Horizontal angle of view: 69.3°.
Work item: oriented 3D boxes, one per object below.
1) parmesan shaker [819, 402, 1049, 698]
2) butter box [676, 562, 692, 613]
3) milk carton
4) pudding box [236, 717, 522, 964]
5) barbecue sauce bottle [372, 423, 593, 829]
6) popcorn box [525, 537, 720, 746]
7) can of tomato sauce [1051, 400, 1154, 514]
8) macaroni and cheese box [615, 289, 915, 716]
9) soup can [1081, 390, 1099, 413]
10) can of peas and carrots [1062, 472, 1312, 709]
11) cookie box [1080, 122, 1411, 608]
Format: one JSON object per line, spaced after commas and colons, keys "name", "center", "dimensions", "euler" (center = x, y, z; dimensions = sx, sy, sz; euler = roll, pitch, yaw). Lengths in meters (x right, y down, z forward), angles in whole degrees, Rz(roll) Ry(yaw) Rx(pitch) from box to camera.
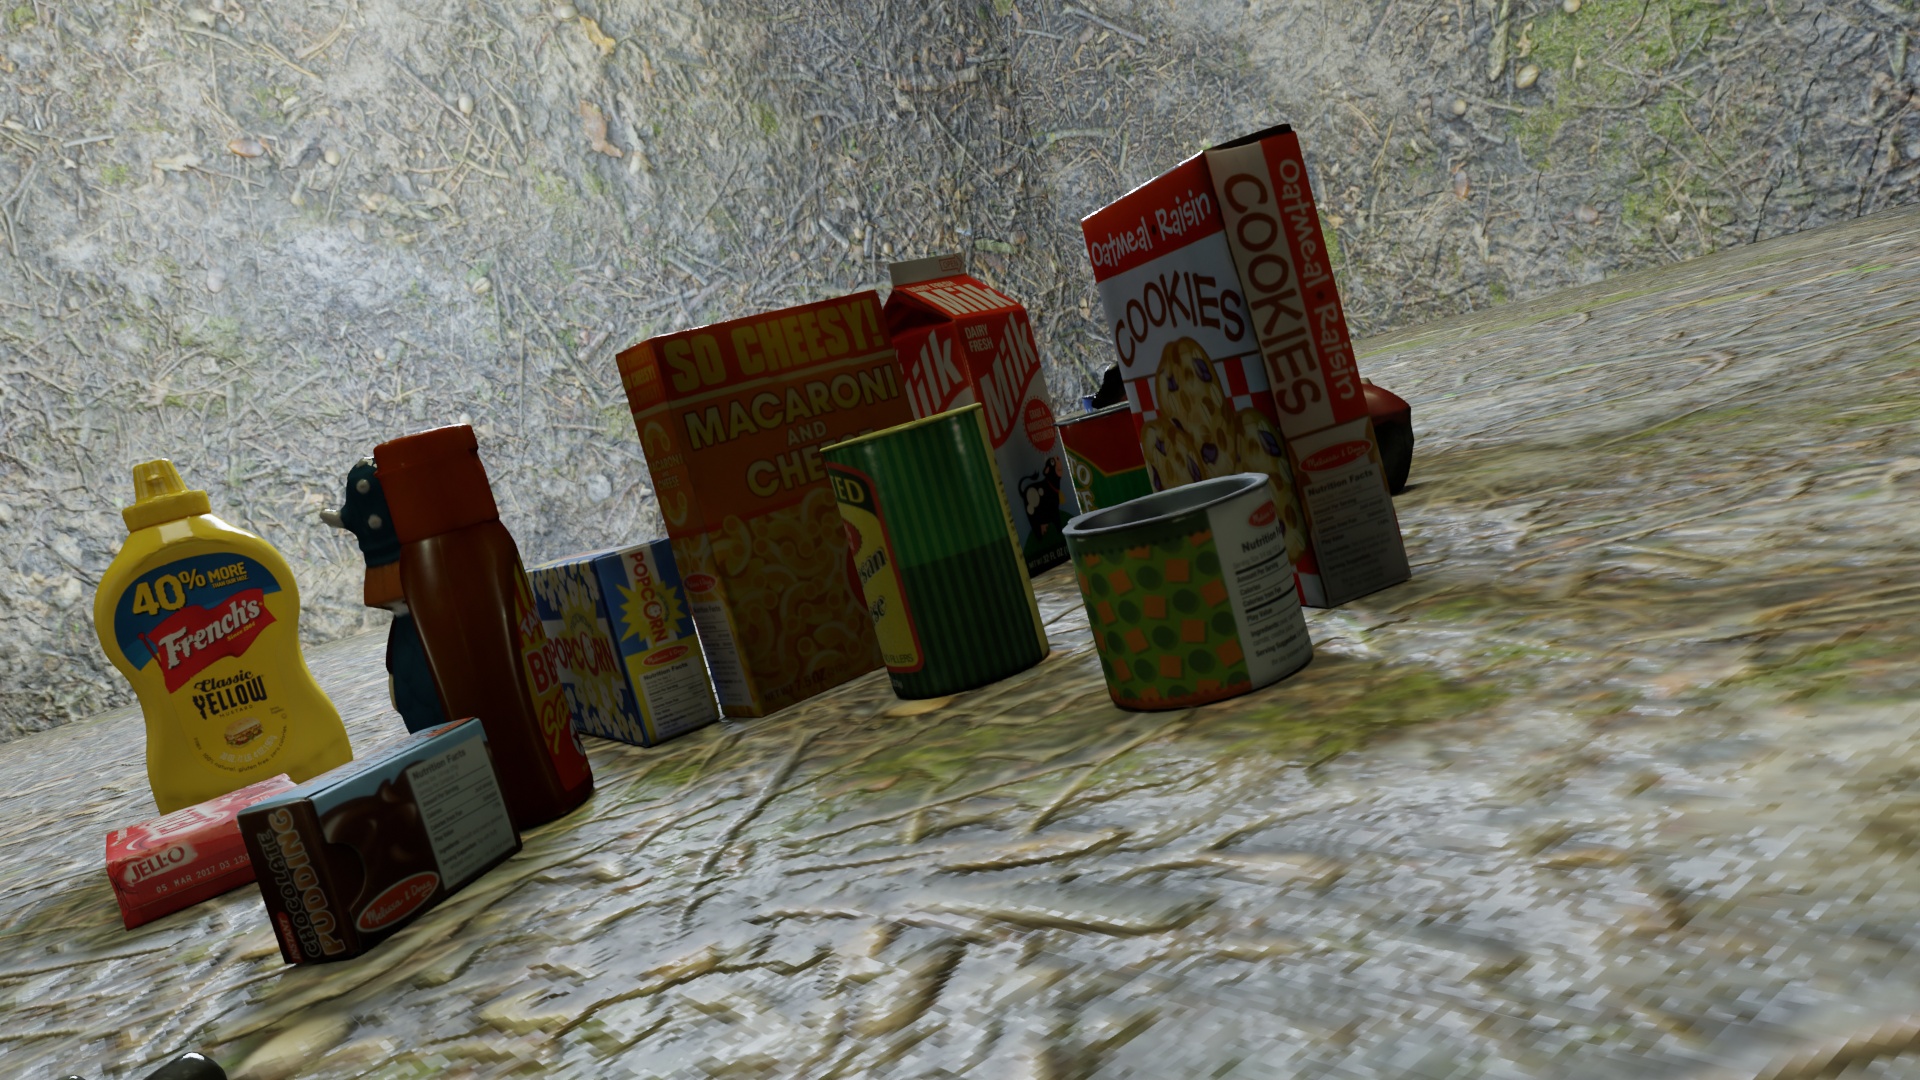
{"name": "parmesan shaker", "center": [-0.009, 0.004, 0.547], "dimensions": [0.071, 0.103, 0.071], "euler": [-16, 5, 2]}
{"name": "butter box", "center": [-0.229, 0.034, 1.126], "dimensions": [0.103, 0.053, 0.024], "euler": [-13, 6, 30]}
{"name": "milk carton", "center": [0.005, -0.072, 0.808], "dimensions": [0.073, 0.190, 0.072], "euler": [-12, 6, 39]}
{"name": "pudding box", "center": [-0.180, 0.092, 0.438], "dimensions": [0.030, 0.049, 0.084], "euler": [-14, 6, 19]}
{"name": "barbecue sauce bottle", "center": [-0.181, 0.032, 0.523], "dimensions": [0.044, 0.148, 0.065], "euler": [-17, 5, -7]}
{"name": "popcorn box", "center": [-0.161, 0.046, 0.647], "dimensions": [0.038, 0.085, 0.126], "euler": [-19, 6, -30]}
{"name": "can of tomato sauce", "center": [0.087, -0.025, 0.668], "dimensions": [0.071, 0.083, 0.071], "euler": [-16, 5, 2]}
{"name": "macaroni and cheese box", "center": [-0.073, -0.019, 0.630], "dimensions": [0.124, 0.166, 0.040], "euler": [-20, 6, -37]}
{"name": "soup can", "center": [0.133, -0.078, 1.056], "dimensions": [0.071, 0.083, 0.071], "euler": [-16, 5, 2]}
{"name": "can of peas and carrots", "center": [0.070, 0.016, 0.438], "dimensions": [0.071, 0.058, 0.071], "euler": [-16, 5, 2]}
{"name": "cookie box", "center": [0.106, -0.062, 0.543], "dimensions": [0.040, 0.167, 0.123], "euler": [-17, 5, -15]}
